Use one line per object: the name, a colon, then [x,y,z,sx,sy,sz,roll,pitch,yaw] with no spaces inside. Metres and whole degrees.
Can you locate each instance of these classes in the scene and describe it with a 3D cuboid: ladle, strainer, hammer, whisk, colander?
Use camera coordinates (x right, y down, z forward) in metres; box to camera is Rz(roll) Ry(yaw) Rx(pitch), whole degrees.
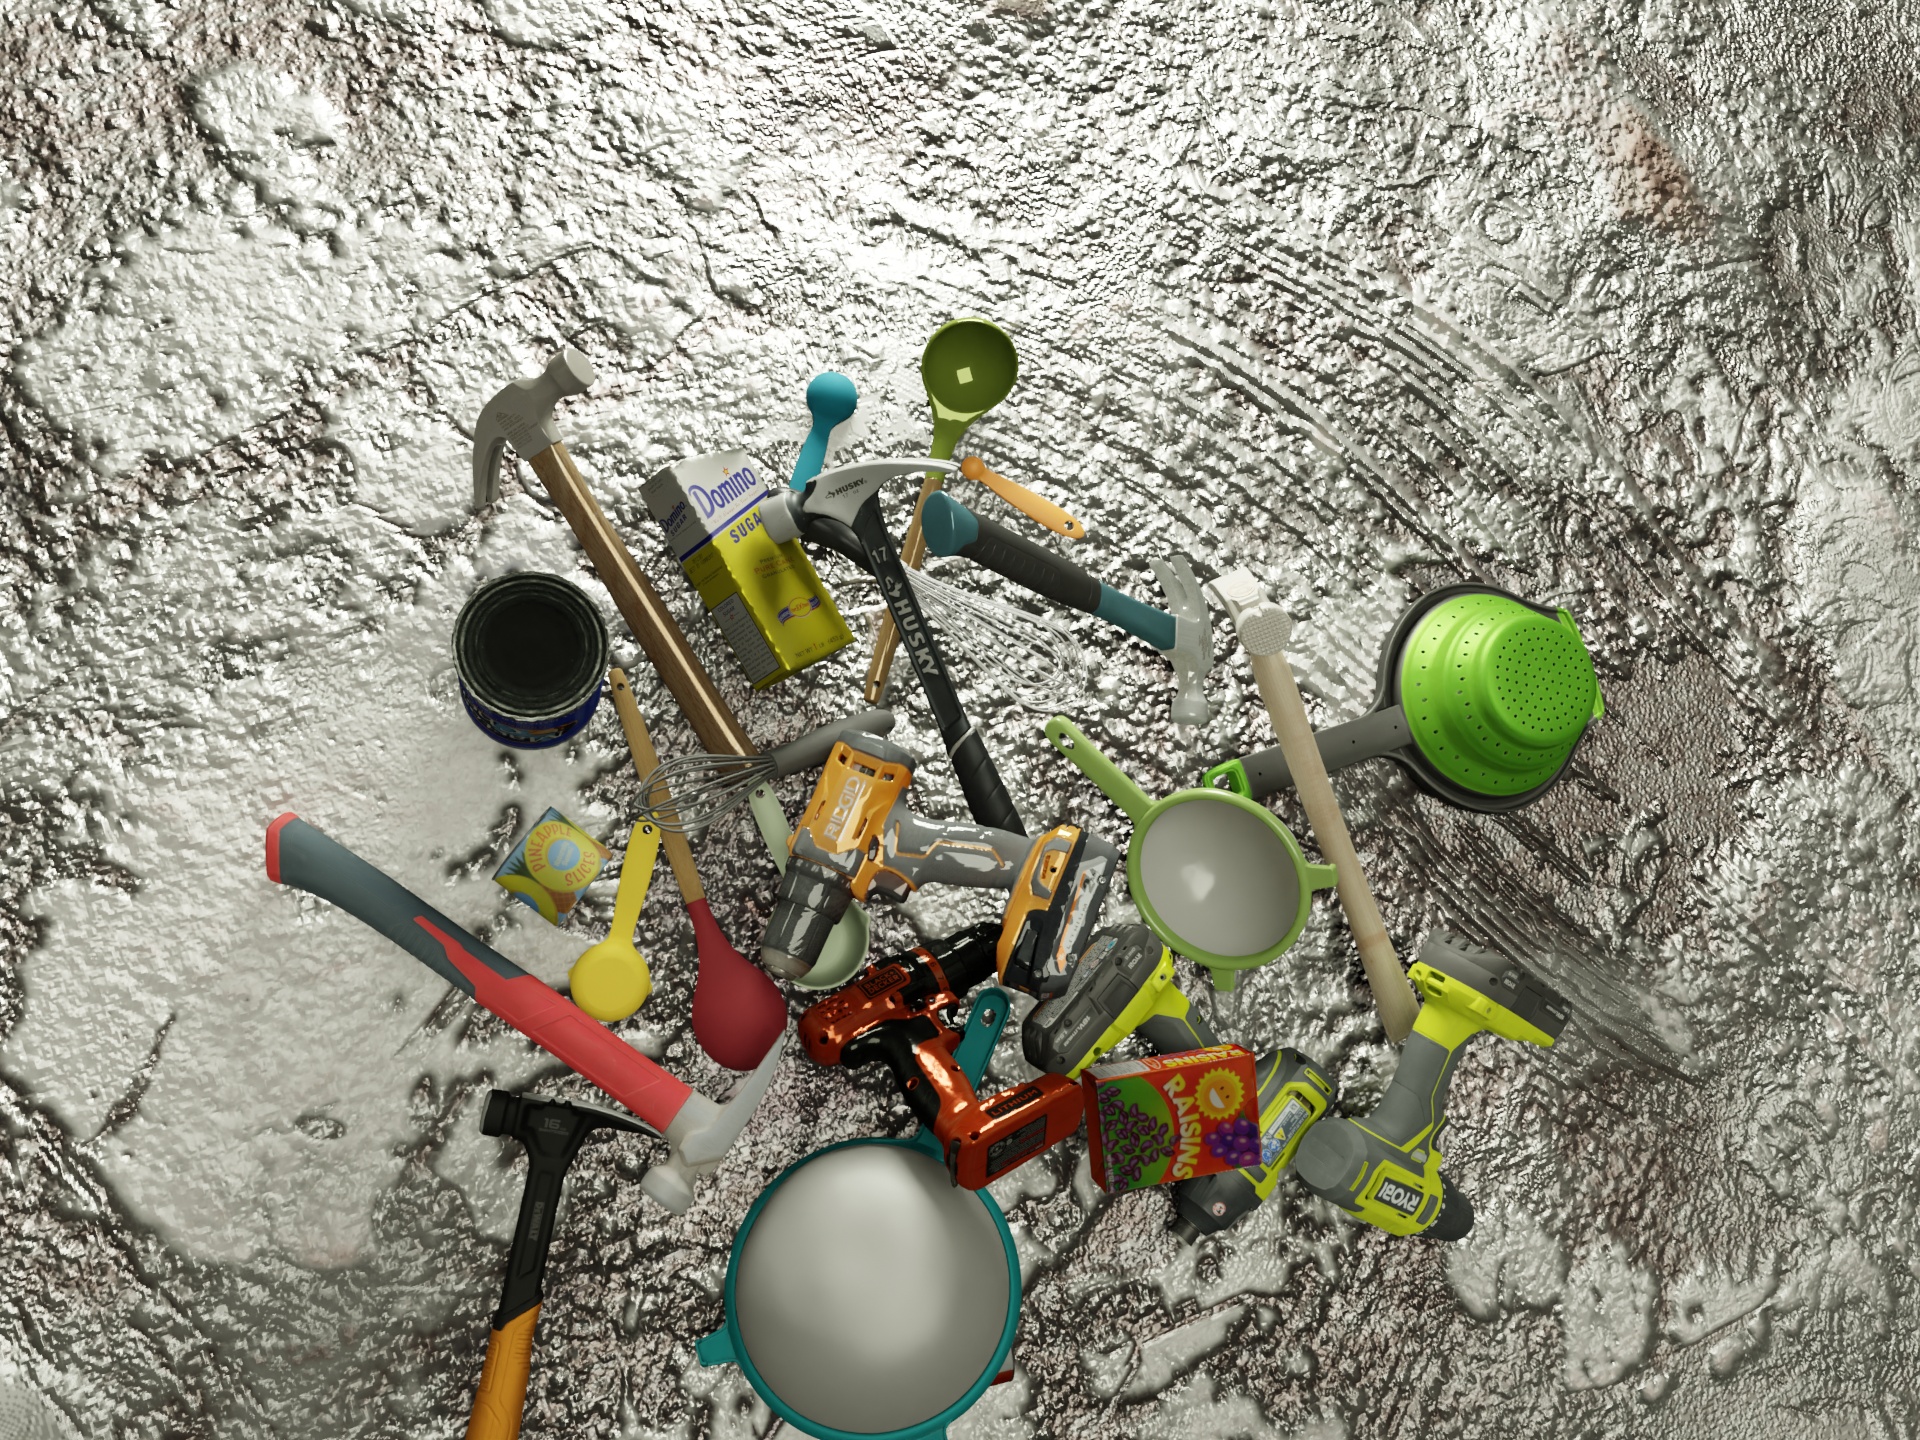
ladle: [-0.204,0.109,1.178,0.069,0.031,0.315,-20,85,-14]
ladle: [-0.026,-0.167,1.255,0.078,0.062,0.320,17,80,-11]
strainer: [0.174,0.080,1.263,0.256,0.151,0.069,44,34,13]
hammer: [-0.301,0.432,1.094,0.127,0.034,0.337,13,78,-12]
hammer: [0.285,0.074,1.249,0.038,0.146,0.410,-22,109,6]
whisk: [-0.026,-0.096,1.214,0.284,0.070,0.070,32,75,-6]
hammer: [-0.247,-0.097,1.172,0.130,0.031,0.331,-27,100,23]
hammer: [-0.309,0.173,1.106,0.386,0.038,0.143,35,76,0]
hammer: [0.091,-0.097,1.200,0.330,0.033,0.128,20,68,-45]
colander: [0.389,-0.003,1.319,0.397,0.094,0.204,-17,86,-17]
strainer: [-0.037,0.330,1.122,0.211,0.095,0.340,20,64,12]
whisk: [-0.138,0.030,1.165,0.239,0.055,0.055,-21,87,-40]
hammer: [-0.002,-0.004,1.194,0.149,0.036,0.408,-21,102,13]

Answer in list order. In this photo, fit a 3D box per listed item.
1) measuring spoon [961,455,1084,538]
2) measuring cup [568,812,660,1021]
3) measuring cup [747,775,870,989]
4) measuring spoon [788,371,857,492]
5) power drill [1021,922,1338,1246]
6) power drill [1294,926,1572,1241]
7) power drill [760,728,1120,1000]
measuring spoon: [0.053,-0.182,1.300,0.117,0.011,0.021,30,75,-9]
measuring cup: [-0.242,0.141,1.150,0.062,0.029,0.156,14,86,-10]
measuring cup: [-0.126,0.121,1.191,0.083,0.038,0.167,-21,85,-17]
measuring spoon: [-0.113,-0.220,1.256,0.042,0.021,0.129,19,75,-11]
power drill: [0.162,0.279,1.223,0.223,0.080,0.171,43,77,-8]
power drill: [0.378,0.296,1.243,0.190,0.080,0.228,31,87,-34]
power drill: [-0.020,0.127,1.136,0.226,0.084,0.185,21,74,8]
